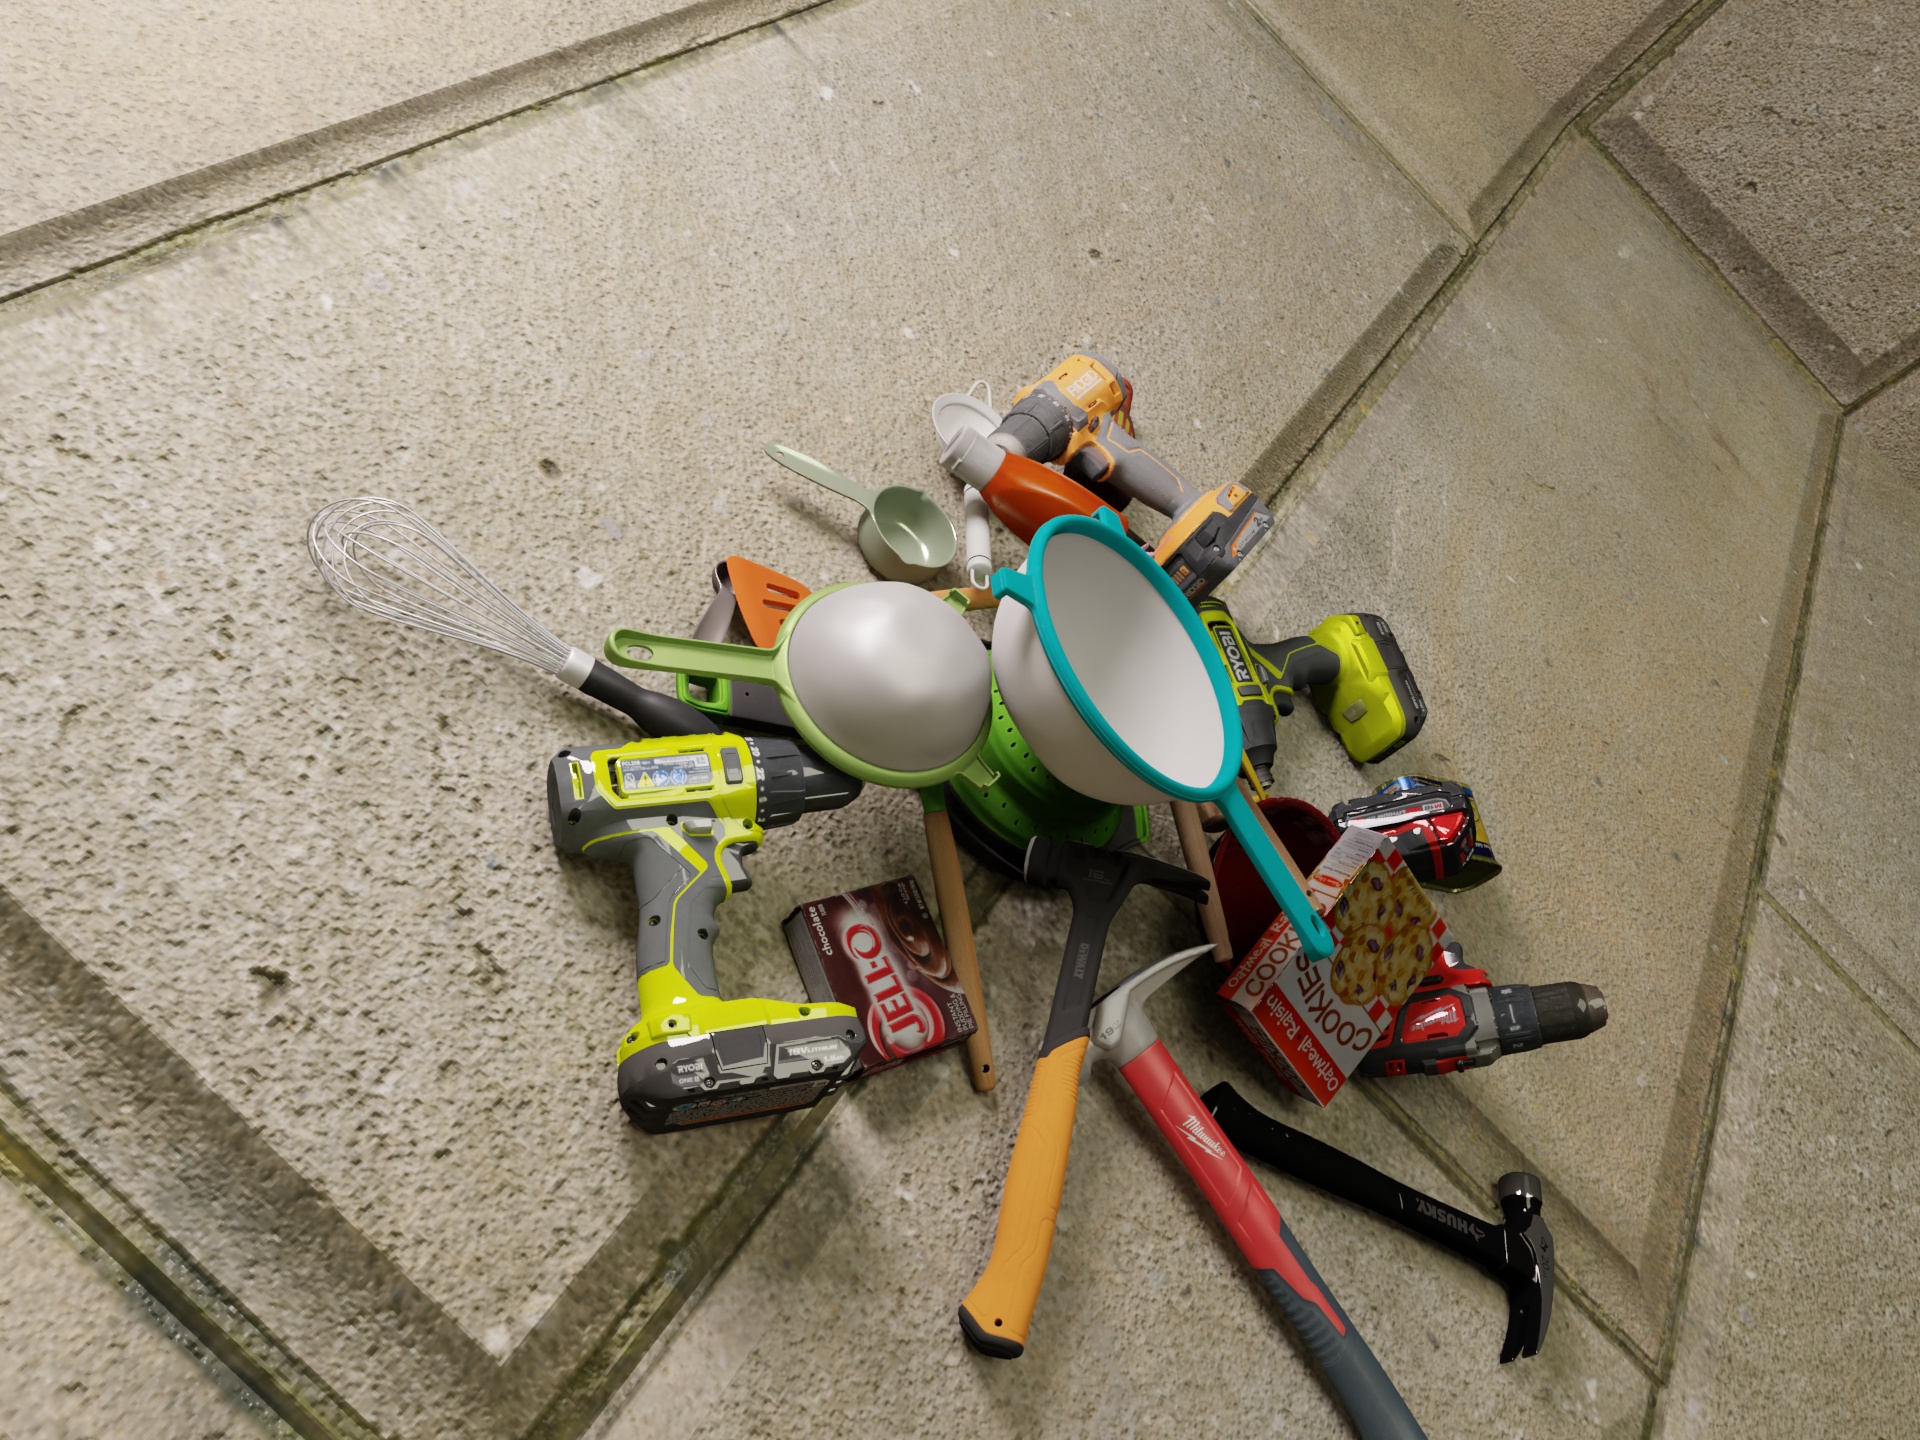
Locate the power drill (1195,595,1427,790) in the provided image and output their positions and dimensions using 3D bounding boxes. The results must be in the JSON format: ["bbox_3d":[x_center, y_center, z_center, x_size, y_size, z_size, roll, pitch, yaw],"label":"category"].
[{"bbox_3d":[0.289,-0.022,1.372,0.223,0.080,0.171,-2,62,-34],"label":"power drill"}]

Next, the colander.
[{"bbox_3d":[-0.002,-0.004,1.119,0.396,0.094,0.205,12,54,-31],"label":"colander"}]

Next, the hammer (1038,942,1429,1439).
[{"bbox_3d":[0.216,0.338,1.063,0.143,0.038,0.386,-33,86,-19],"label":"hammer"}]

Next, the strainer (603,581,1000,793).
[{"bbox_3d":[-0.084,-0.043,0.970,0.256,0.069,0.152,6,58,-26],"label":"strainer"}]

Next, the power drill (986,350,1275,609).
[{"bbox_3d":[0.130,-0.191,1.297,0.226,0.084,0.185,44,43,2],"label":"power drill"}]

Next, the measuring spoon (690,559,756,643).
[{"bbox_3d":[-0.169,-0.066,1.080,0.034,0.018,0.124,37,37,-18],"label":"measuring spoon"}]

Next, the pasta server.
[{"bbox_3d":[0.158,0.019,1.157,0.060,0.040,0.316,40,35,-65],"label":"pasta server"}]

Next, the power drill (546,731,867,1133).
[{"bbox_3d":[-0.131,0.111,0.933,0.190,0.080,0.229,-4,63,-22],"label":"power drill"}]

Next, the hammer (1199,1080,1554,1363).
[{"bbox_3d":[0.303,0.347,1.154,0.334,0.035,0.146,28,47,-19],"label":"hammer"}]

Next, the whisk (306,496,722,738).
[{"bbox_3d":[-0.267,-0.048,0.981,0.284,0.070,0.070,32,46,-23],"label":"whisk"}]

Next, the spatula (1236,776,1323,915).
[{"bbox_3d":[0.182,0.017,1.190,0.059,0.018,0.316,-12,54,-27],"label":"spatula"}]

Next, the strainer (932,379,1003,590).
[{"bbox_3d":[0.010,-0.185,1.266,0.086,0.050,0.259,24,38,-22],"label":"strainer"}]

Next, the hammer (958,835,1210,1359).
[{"bbox_3d":[0.069,0.231,1.007,0.127,0.034,0.337,11,58,10],"label":"hammer"}]

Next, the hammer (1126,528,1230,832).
[{"bbox_3d":[0.144,-0.054,1.285,0.130,0.031,0.332,2,53,-38],"label":"hammer"}]

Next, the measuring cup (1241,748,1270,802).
[{"bbox_3d":[0.219,0.052,1.251,0.156,0.029,0.062,60,22,-30],"label":"measuring cup"}]

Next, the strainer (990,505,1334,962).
[{"bbox_3d":[0.123,0.029,1.061,0.340,0.095,0.211,57,32,-3],"label":"strainer"}]

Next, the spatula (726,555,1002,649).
[{"bbox_3d":[-0.021,-0.092,1.184,0.322,0.041,0.081,-8,64,-30],"label":"spatula"}]

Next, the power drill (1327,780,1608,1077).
[{"bbox_3d":[0.387,0.165,1.249,0.080,0.188,0.227,60,23,-51],"label":"power drill"}]

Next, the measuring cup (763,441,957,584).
[{"bbox_3d":[-0.082,-0.159,1.209,0.167,0.038,0.083,27,48,-18],"label":"measuring cup"}]

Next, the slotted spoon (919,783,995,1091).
[{"bbox_3d":[-0.010,0.085,1.045,0.070,0.031,0.314,-8,83,-17],"label":"slotted spoon"}]
